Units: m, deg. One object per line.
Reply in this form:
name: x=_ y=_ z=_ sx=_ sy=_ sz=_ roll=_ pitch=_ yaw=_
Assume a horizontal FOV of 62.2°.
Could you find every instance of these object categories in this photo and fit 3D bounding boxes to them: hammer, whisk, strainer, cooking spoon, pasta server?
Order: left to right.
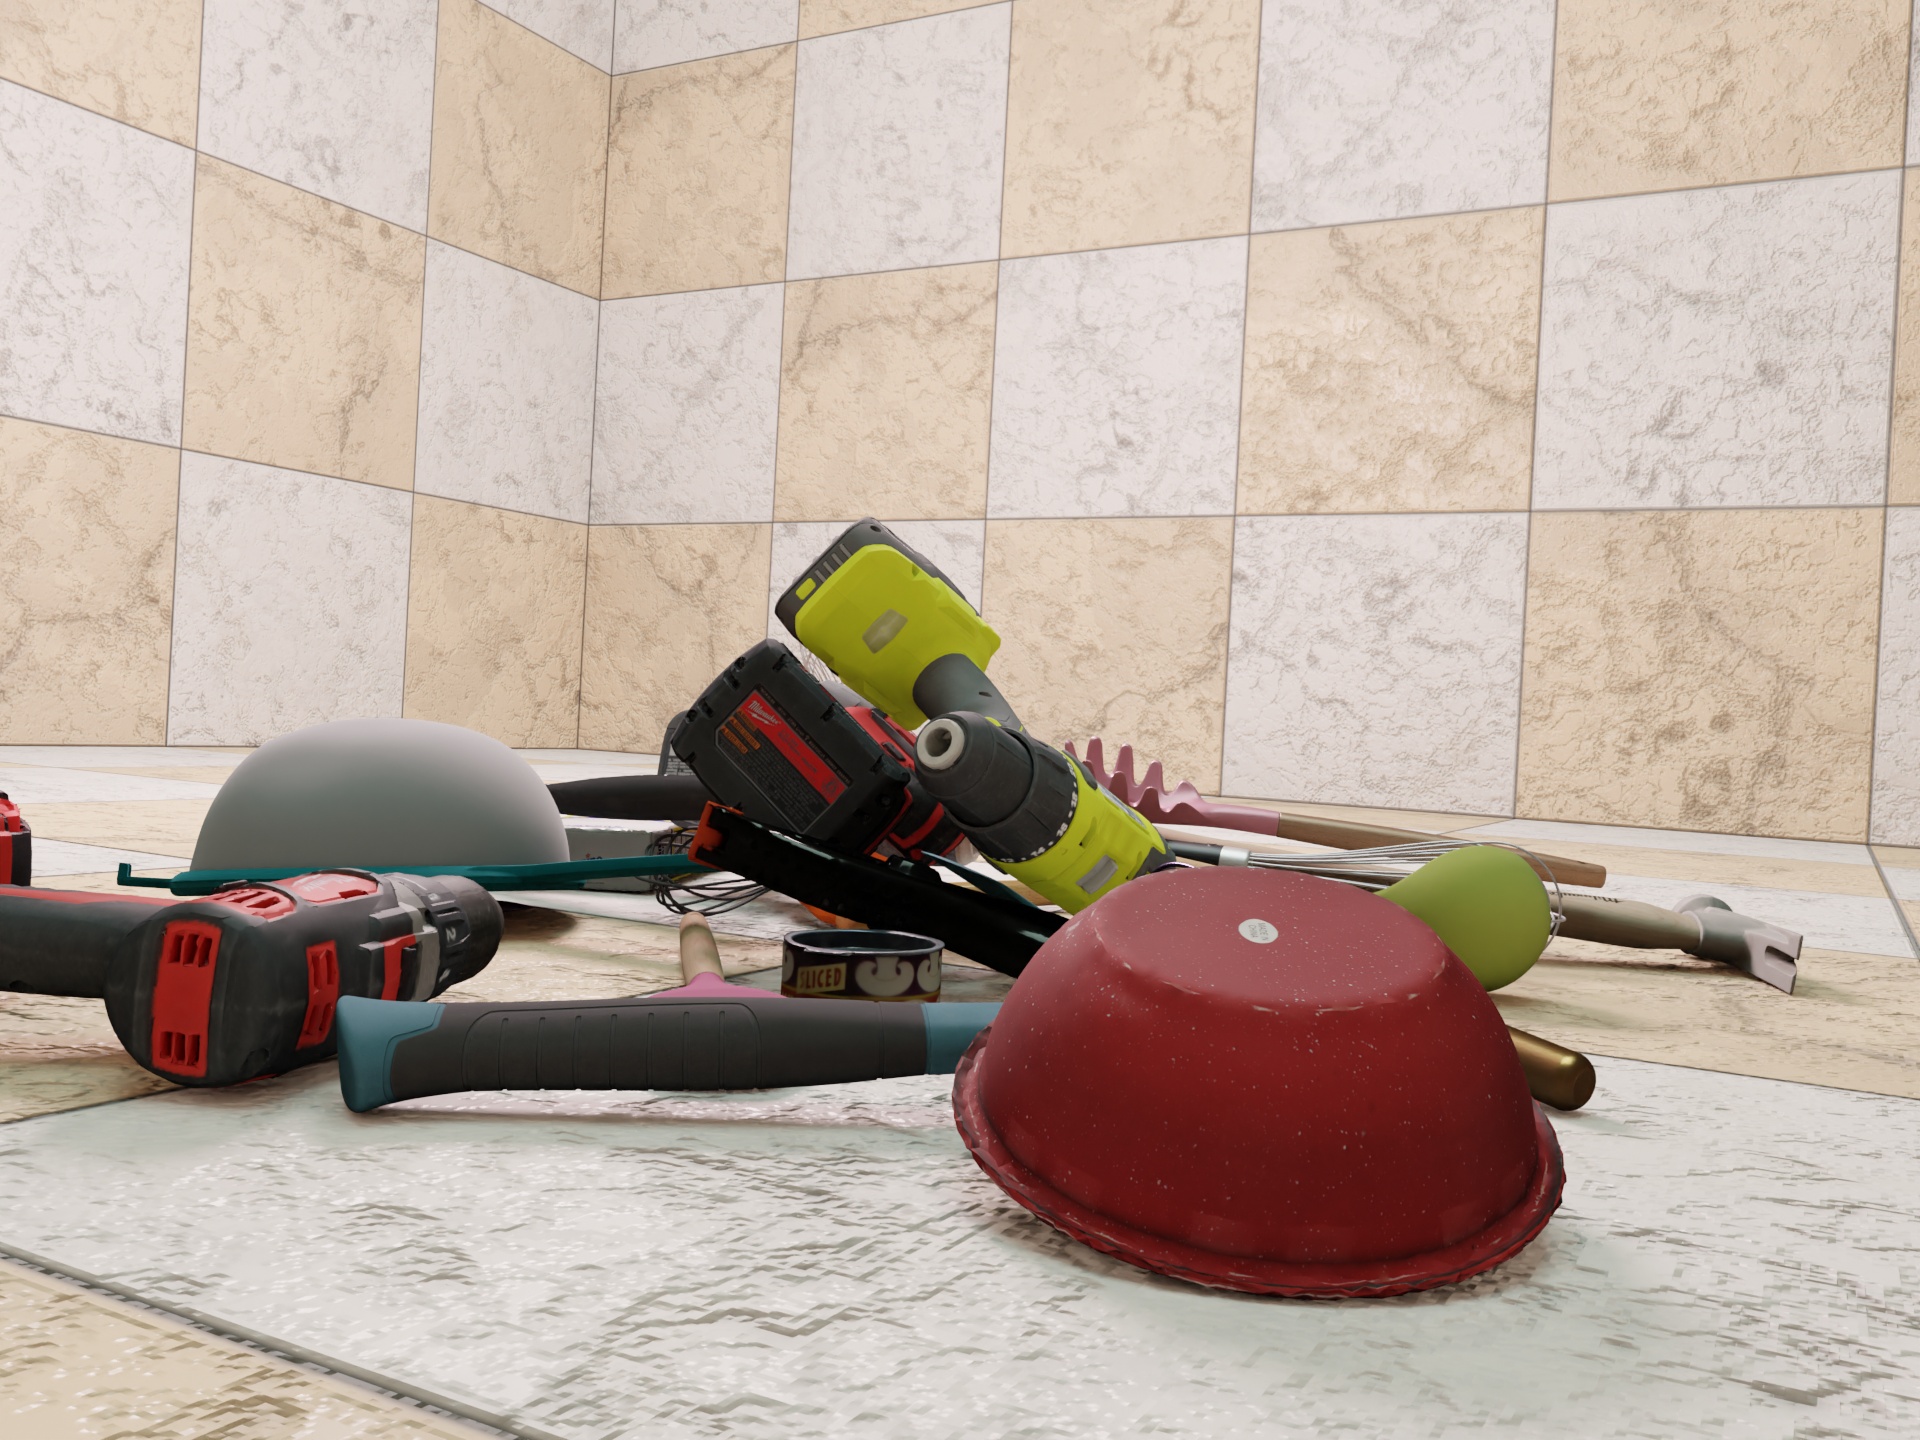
strainer: x=-0.252 y=0.043 z=0.839 sx=0.340 sy=0.095 sz=0.211 roll=-5 pitch=-7 yaw=23
hammer: x=-0.248 y=0.048 z=0.983 sx=0.335 sy=0.035 sz=0.146 roll=-2 pitch=1 yaw=42
cooking spoon: x=-0.108 y=0.110 z=0.672 sx=0.068 sy=0.017 sz=0.319 roll=0 pitch=1 yaw=-11
whisk: x=-0.115 y=0.097 z=0.994 sx=0.055 sy=0.055 sz=0.238 roll=3 pitch=-4 yaw=30
hammer: x=-0.025 y=0.100 z=0.496 sx=0.331 sy=0.033 sz=0.128 roll=0 pitch=15 yaw=-8
whisk: x=0.184 y=0.086 z=0.880 sx=0.285 sy=0.070 sz=0.070 roll=8 pitch=2 yaw=20
whisk: x=0.147 y=0.110 z=0.646 sx=0.047 sy=0.051 sz=0.245 roll=-40 pitch=28 yaw=-20
pasta server: x=0.213 y=0.058 z=0.926 sx=0.316 sy=0.040 sz=0.060 roll=9 pitch=16 yaw=8
hammer: x=0.265 y=0.101 z=0.933 sx=0.410 sy=0.038 sz=0.146 roll=8 pitch=2 yaw=6

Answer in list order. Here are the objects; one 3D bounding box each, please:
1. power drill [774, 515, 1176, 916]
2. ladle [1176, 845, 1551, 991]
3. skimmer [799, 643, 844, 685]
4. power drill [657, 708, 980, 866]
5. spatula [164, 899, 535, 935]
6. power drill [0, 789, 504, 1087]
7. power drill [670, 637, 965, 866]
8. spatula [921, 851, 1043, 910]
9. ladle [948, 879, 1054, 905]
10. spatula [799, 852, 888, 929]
power drill: x=-0.001 y=-0.003 z=0.801 sx=0.190 sy=0.080 sz=0.229 roll=37 pitch=10 yaw=-50
ladle: x=0.147 y=0.082 z=0.850 sx=0.320 sy=0.078 sz=0.062 roll=10 pitch=27 yaw=31
skimmer: x=0.043 y=0.018 z=1.076 sx=0.363 sy=0.090 sz=0.127 roll=26 pitch=0 yaw=17
power drill: x=-0.092 y=0.062 z=1.110 sx=0.185 sy=0.084 sz=0.226 roll=2 pitch=-17 yaw=15
spatula: x=-0.358 y=0.096 z=0.781 sx=0.060 sy=0.018 sz=0.315 roll=0 pitch=-3 yaw=42
power drill: x=-0.292 y=0.074 z=0.570 sx=0.227 sy=0.080 sz=0.188 roll=6 pitch=1 yaw=9
power drill: x=-0.070 y=0.021 z=0.902 sx=0.143 sy=0.078 sz=0.219 roll=46 pitch=7 yaw=11
spatula: x=0.129 y=0.108 z=0.939 sx=0.317 sy=0.044 sz=0.082 roll=4 pitch=4 yaw=-29
ladle: x=0.070 y=0.114 z=1.048 sx=0.315 sy=0.031 sz=0.069 roll=1 pitch=5 yaw=-22
spatula: x=-0.053 y=0.100 z=0.839 sx=0.081 sy=0.041 sz=0.323 roll=19 pitch=-1 yaw=-12
